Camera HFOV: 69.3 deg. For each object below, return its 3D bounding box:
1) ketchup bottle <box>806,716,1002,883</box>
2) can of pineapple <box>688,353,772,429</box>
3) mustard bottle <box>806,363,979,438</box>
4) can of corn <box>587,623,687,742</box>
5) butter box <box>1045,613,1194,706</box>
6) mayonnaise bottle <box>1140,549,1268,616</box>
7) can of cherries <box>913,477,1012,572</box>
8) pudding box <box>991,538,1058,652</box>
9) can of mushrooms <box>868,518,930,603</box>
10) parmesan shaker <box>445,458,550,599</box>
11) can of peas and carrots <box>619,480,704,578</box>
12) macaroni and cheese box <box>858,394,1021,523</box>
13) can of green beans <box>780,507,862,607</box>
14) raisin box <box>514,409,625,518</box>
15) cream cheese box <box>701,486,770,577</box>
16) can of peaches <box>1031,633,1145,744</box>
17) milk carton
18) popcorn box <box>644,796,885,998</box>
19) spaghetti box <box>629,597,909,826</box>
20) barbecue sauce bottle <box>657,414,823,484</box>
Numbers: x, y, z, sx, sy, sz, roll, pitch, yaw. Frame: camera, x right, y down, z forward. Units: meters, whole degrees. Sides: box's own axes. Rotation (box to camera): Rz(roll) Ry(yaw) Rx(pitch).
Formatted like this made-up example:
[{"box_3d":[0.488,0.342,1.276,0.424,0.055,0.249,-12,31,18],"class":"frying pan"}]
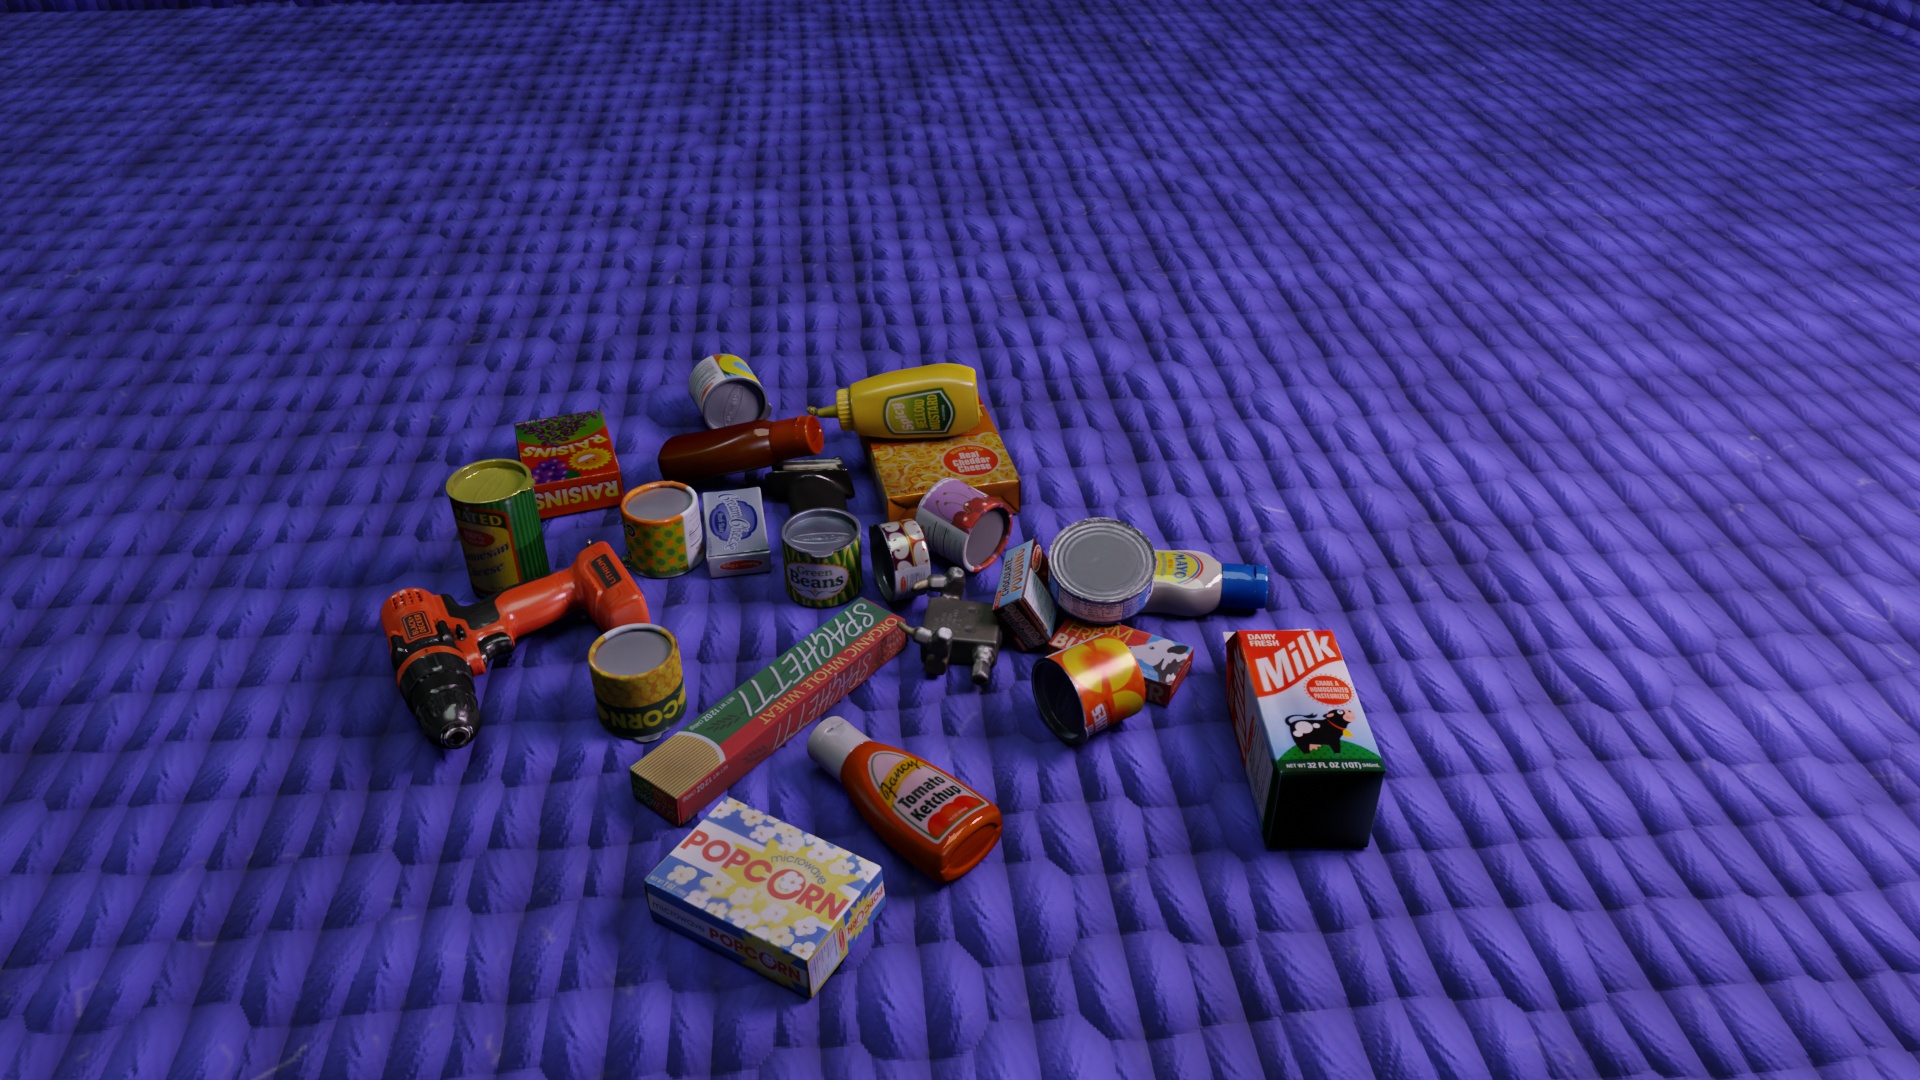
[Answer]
[{"box_3d":[-0.044,0.171,0.947,0.149,0.043,0.065,29,44,36],"class":"ketchup bottle"},{"box_3d":[-0.230,-0.144,1.378,0.071,0.070,0.058,-14,37,-20],"class":"can of pineapple"},{"box_3d":[-0.063,-0.124,1.286,0.160,0.065,0.049,-7,32,2],"class":"mustard bottle"},{"box_3d":[-0.238,0.105,1.027,0.071,0.058,0.071,0,35,0],"class":"can of corn"},{"box_3d":[0.124,0.090,1.081,0.103,0.024,0.053,17,38,22],"class":"butter box"},{"box_3d":[0.177,0.034,1.147,0.148,0.041,0.065,3,41,5],"class":"mayonnaise bottle"},{"box_3d":[0.004,-0.015,1.192,0.058,0.071,0.072,28,43,33],"class":"can of cherries"},{"box_3d":[0.055,0.044,1.120,0.030,0.049,0.084,-24,27,26],"class":"pudding box"},{"box_3d":[-0.051,0.014,1.150,0.033,0.070,0.071,-11,36,-17],"class":"can of mushrooms"},{"box_3d":[-0.377,-0.007,1.146,0.071,0.102,0.072,0,35,0],"class":"parmesan shaker"},{"box_3d":[-0.258,-0.010,1.190,0.071,0.058,0.071,0,34,0],"class":"can of peas and carrots"},{"box_3d":[-0.024,-0.078,1.307,0.124,0.040,0.167,-8,36,-11],"class":"macaroni and cheese box"},{"box_3d":[-0.115,0.014,1.158,0.071,0.057,0.071,0,35,0],"class":"can of green beans"},{"box_3d":[-0.366,-0.072,1.295,0.086,0.039,0.124,-11,35,-17],"class":"raisin box"},{"box_3d":[-0.198,-0.009,1.219,0.053,0.024,0.104,-6,35,-10],"class":"cream cheese box"},{"box_3d":[0.095,0.109,1.019,0.058,0.071,0.071,-20,40,-27],"class":"can of peaches"},{"box_3d":[0.238,0.124,0.991,0.072,0.073,0.191,-1,35,-2],"class":"milk carton"},{"box_3d":[-0.123,0.222,0.877,0.127,0.038,0.085,18,38,24],"class":"popcorn box"},{"box_3d":[-0.135,0.120,1.032,0.050,0.028,0.251,24,42,29],"class":"spaghetti box"},{"box_3d":[-0.200,-0.085,1.274,0.148,0.043,0.065,-9,22,19],"class":"barbecue sauce bottle"}]
